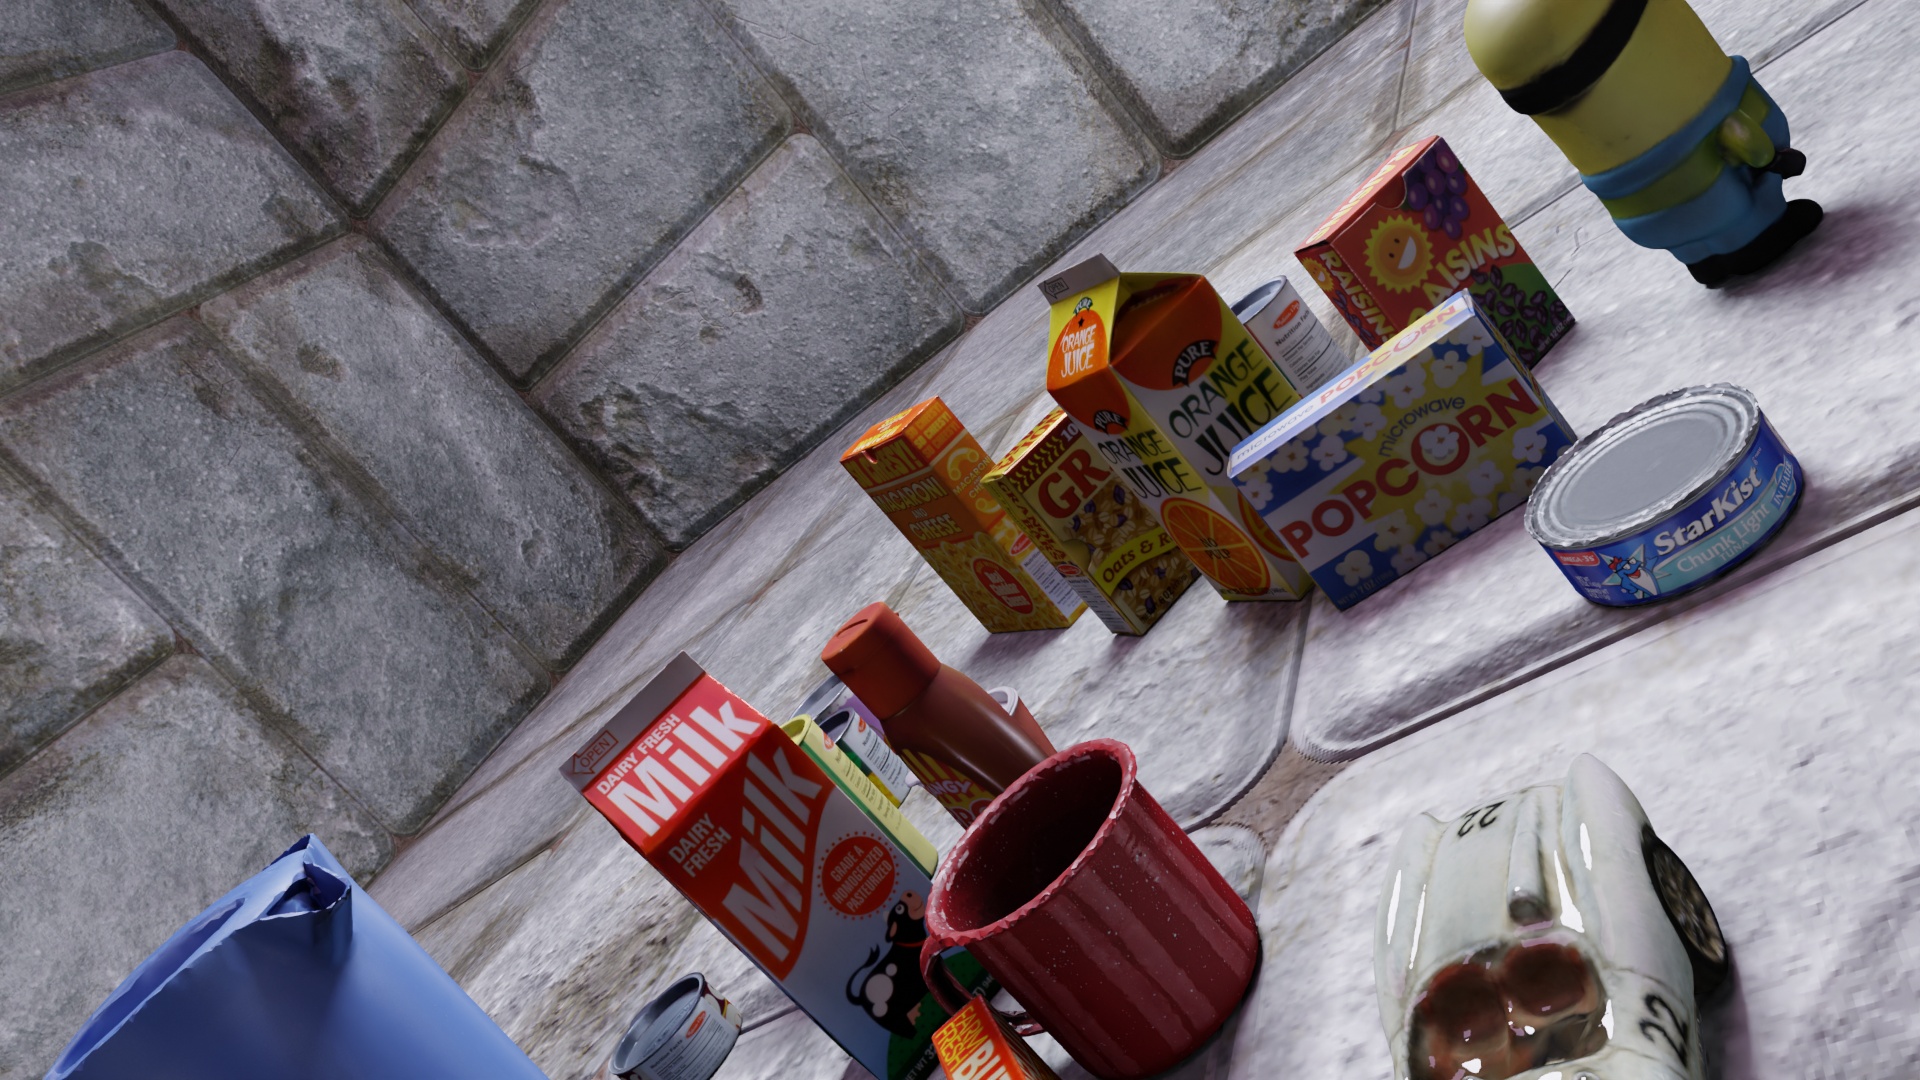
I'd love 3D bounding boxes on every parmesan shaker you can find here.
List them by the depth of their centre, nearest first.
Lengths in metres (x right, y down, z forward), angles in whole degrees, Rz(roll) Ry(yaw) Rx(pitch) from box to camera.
[{"bbox_3d":[-0.069,0.151,0.724,0.071,0.103,0.071,-39,12,10],"label":"parmesan shaker"}]

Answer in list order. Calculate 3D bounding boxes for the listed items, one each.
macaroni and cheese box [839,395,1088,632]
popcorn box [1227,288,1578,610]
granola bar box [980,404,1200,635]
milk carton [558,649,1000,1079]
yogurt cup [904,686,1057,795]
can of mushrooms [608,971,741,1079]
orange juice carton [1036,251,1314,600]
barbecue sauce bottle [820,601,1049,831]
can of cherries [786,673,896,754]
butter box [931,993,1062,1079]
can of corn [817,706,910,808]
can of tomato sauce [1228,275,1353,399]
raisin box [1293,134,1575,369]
[{"bbox_3d":[0.003,-0.012,0.925,0.040,0.166,0.123,-46,12,-21],"label":"macaroni and cheese box"},{"bbox_3d":[0.194,-0.038,0.615,0.126,0.085,0.038,-36,13,24],"label":"popcorn box"},{"bbox_3d":[0.112,-0.045,0.806,0.166,0.124,0.039,-45,12,-16],"label":"granola bar box"},{"bbox_3d":[-0.075,0.137,0.582,0.072,0.190,0.073,-46,12,-20],"label":"milk carton"},{"bbox_3d":[0.018,0.115,0.700,0.072,0.054,0.072,-39,12,10],"label":"yogurt cup"},{"bbox_3d":[-0.152,0.267,0.741,0.071,0.033,0.071,-39,12,10],"label":"can of mushrooms"},{"bbox_3d":[0.114,-0.063,0.696,0.073,0.192,0.071,-45,12,-17],"label":"orange juice carton"},{"bbox_3d":[0.002,0.091,0.605,0.044,0.148,0.064,-49,14,-32],"label":"barbecue sauce bottle"},{"bbox_3d":[-0.076,0.127,0.941,0.071,0.058,0.072,-39,12,10],"label":"can of cherries"},{"bbox_3d":[0.025,0.185,0.431,0.024,0.053,0.103,-43,12,-5],"label":"butter box"},{"bbox_3d":[-0.074,0.148,0.859,0.071,0.058,0.071,-39,12,10],"label":"can of corn"},{"bbox_3d":[0.200,-0.113,0.870,0.071,0.083,0.071,-39,12,10],"label":"can of tomato sauce"},{"bbox_3d":[0.240,-0.129,0.703,0.086,0.123,0.040,-44,12,-10],"label":"raisin box"}]
